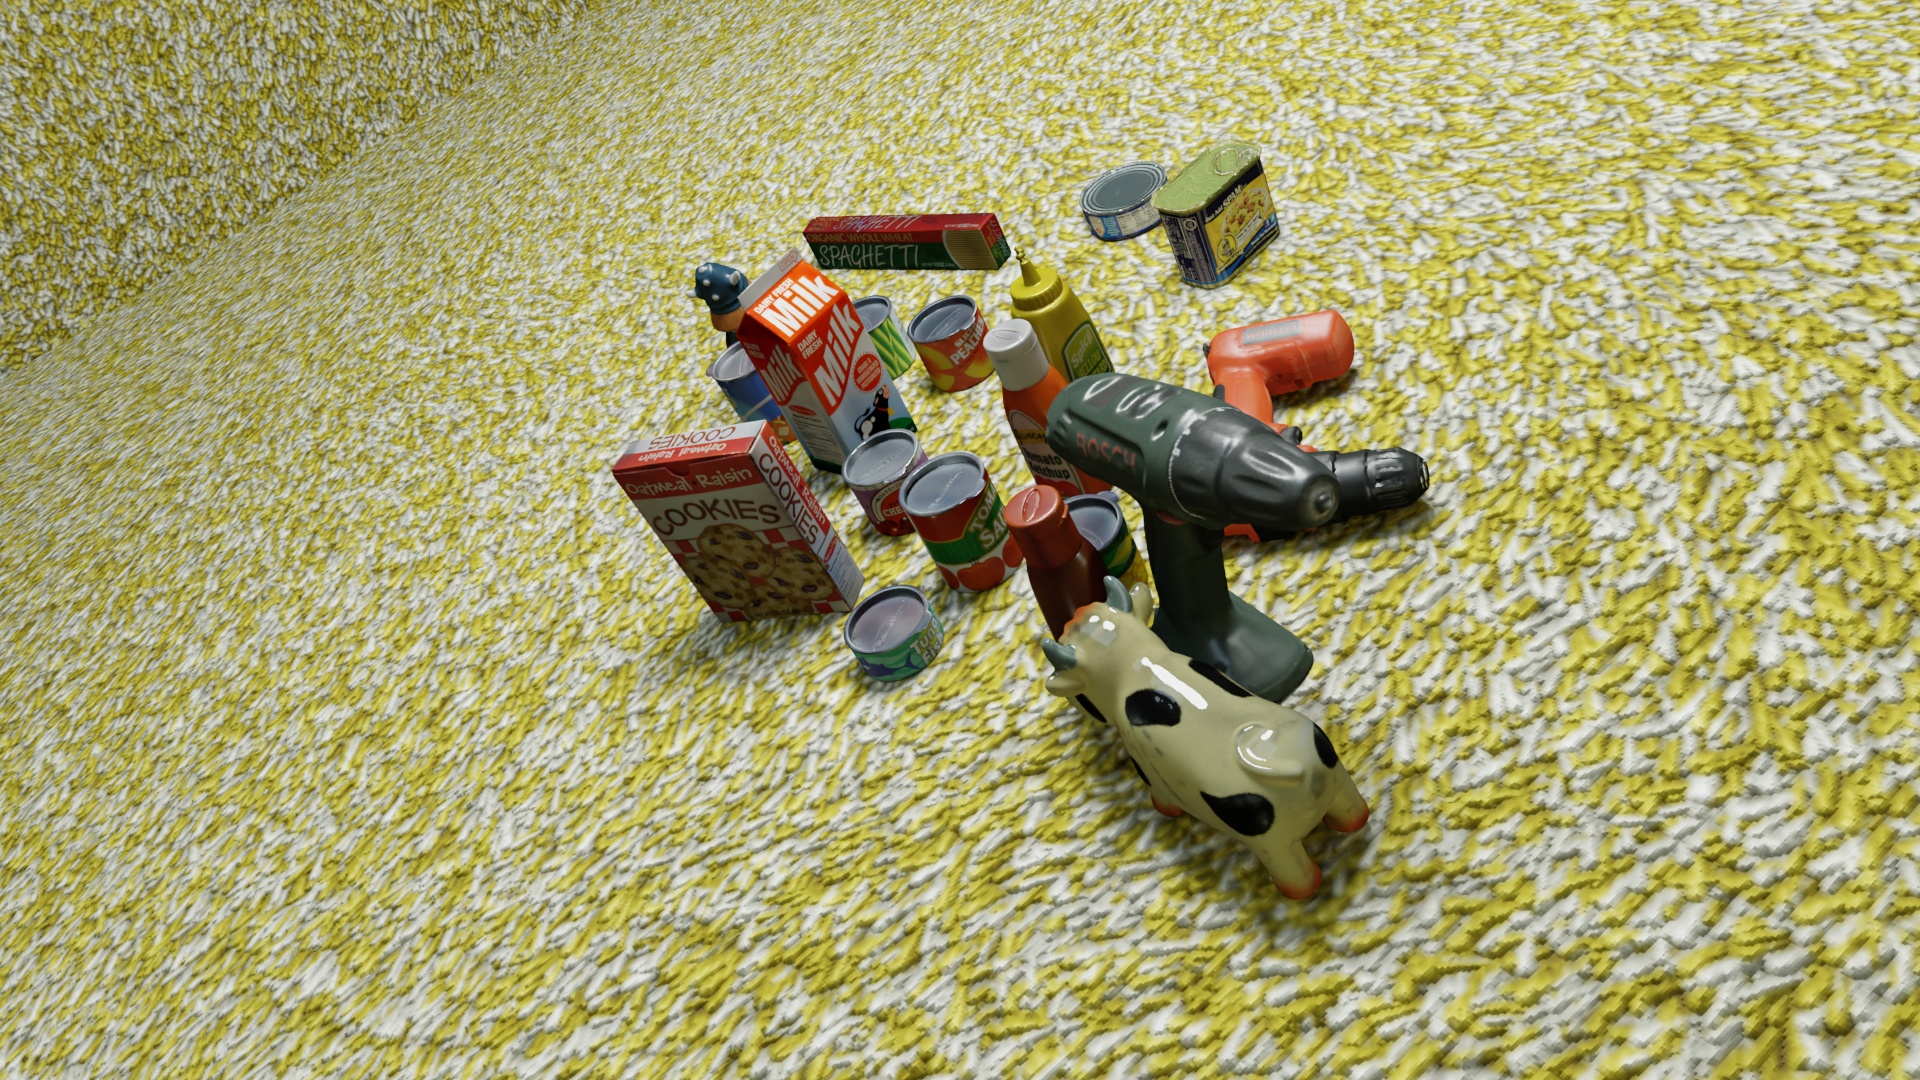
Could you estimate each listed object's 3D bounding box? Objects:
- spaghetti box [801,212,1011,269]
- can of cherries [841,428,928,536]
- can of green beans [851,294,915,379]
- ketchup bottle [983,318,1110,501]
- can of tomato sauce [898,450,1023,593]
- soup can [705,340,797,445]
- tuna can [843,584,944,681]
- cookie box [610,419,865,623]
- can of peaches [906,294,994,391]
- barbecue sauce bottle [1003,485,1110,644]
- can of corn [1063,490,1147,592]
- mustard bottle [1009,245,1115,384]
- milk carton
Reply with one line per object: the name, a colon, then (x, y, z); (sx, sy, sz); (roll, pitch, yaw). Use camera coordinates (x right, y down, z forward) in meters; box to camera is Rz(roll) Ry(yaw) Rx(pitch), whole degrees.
spaghetti box: (-0.060, -0.304, 1.413); (0.250, 0.050, 0.029); (9, 51, 39)
can of cherries: (-0.052, -0.044, 1.100); (0.071, 0.058, 0.072); (-17, 39, 14)
can of green beans: (-0.082, -0.183, 1.281); (0.071, 0.057, 0.071); (-17, 39, 14)
ketchup bottle: (0.061, -0.093, 1.012); (0.065, 0.148, 0.044); (16, 56, 43)
can of tomato sauce: (0.004, -0.013, 1.009); (0.071, 0.082, 0.071); (-17, 39, 15)
soup can: (-0.180, -0.135, 1.265); (0.071, 0.083, 0.072); (-17, 39, 15)
tuna can: (-0.045, 0.066, 0.989); (0.071, 0.032, 0.071); (-17, 39, 14)
cookie box: (-0.164, -0.010, 1.040); (0.123, 0.166, 0.040); (-7, 42, 26)
can of peaches: (-0.004, -0.172, 1.219); (0.071, 0.057, 0.071); (-17, 39, 14)
barbecue sauce bottle: (0.070, 0.030, 0.863); (0.043, 0.148, 0.065); (-8, 42, 25)
can of corn: (0.090, 0.010, 0.949); (0.071, 0.058, 0.071); (-17, 39, 14)
mustard bottle: (0.073, -0.158, 1.071); (0.049, 0.159, 0.065); (13, 54, 41)
milk carton: (-0.117, -0.146, 1.150); (0.073, 0.189, 0.072); (16, 55, 43)
